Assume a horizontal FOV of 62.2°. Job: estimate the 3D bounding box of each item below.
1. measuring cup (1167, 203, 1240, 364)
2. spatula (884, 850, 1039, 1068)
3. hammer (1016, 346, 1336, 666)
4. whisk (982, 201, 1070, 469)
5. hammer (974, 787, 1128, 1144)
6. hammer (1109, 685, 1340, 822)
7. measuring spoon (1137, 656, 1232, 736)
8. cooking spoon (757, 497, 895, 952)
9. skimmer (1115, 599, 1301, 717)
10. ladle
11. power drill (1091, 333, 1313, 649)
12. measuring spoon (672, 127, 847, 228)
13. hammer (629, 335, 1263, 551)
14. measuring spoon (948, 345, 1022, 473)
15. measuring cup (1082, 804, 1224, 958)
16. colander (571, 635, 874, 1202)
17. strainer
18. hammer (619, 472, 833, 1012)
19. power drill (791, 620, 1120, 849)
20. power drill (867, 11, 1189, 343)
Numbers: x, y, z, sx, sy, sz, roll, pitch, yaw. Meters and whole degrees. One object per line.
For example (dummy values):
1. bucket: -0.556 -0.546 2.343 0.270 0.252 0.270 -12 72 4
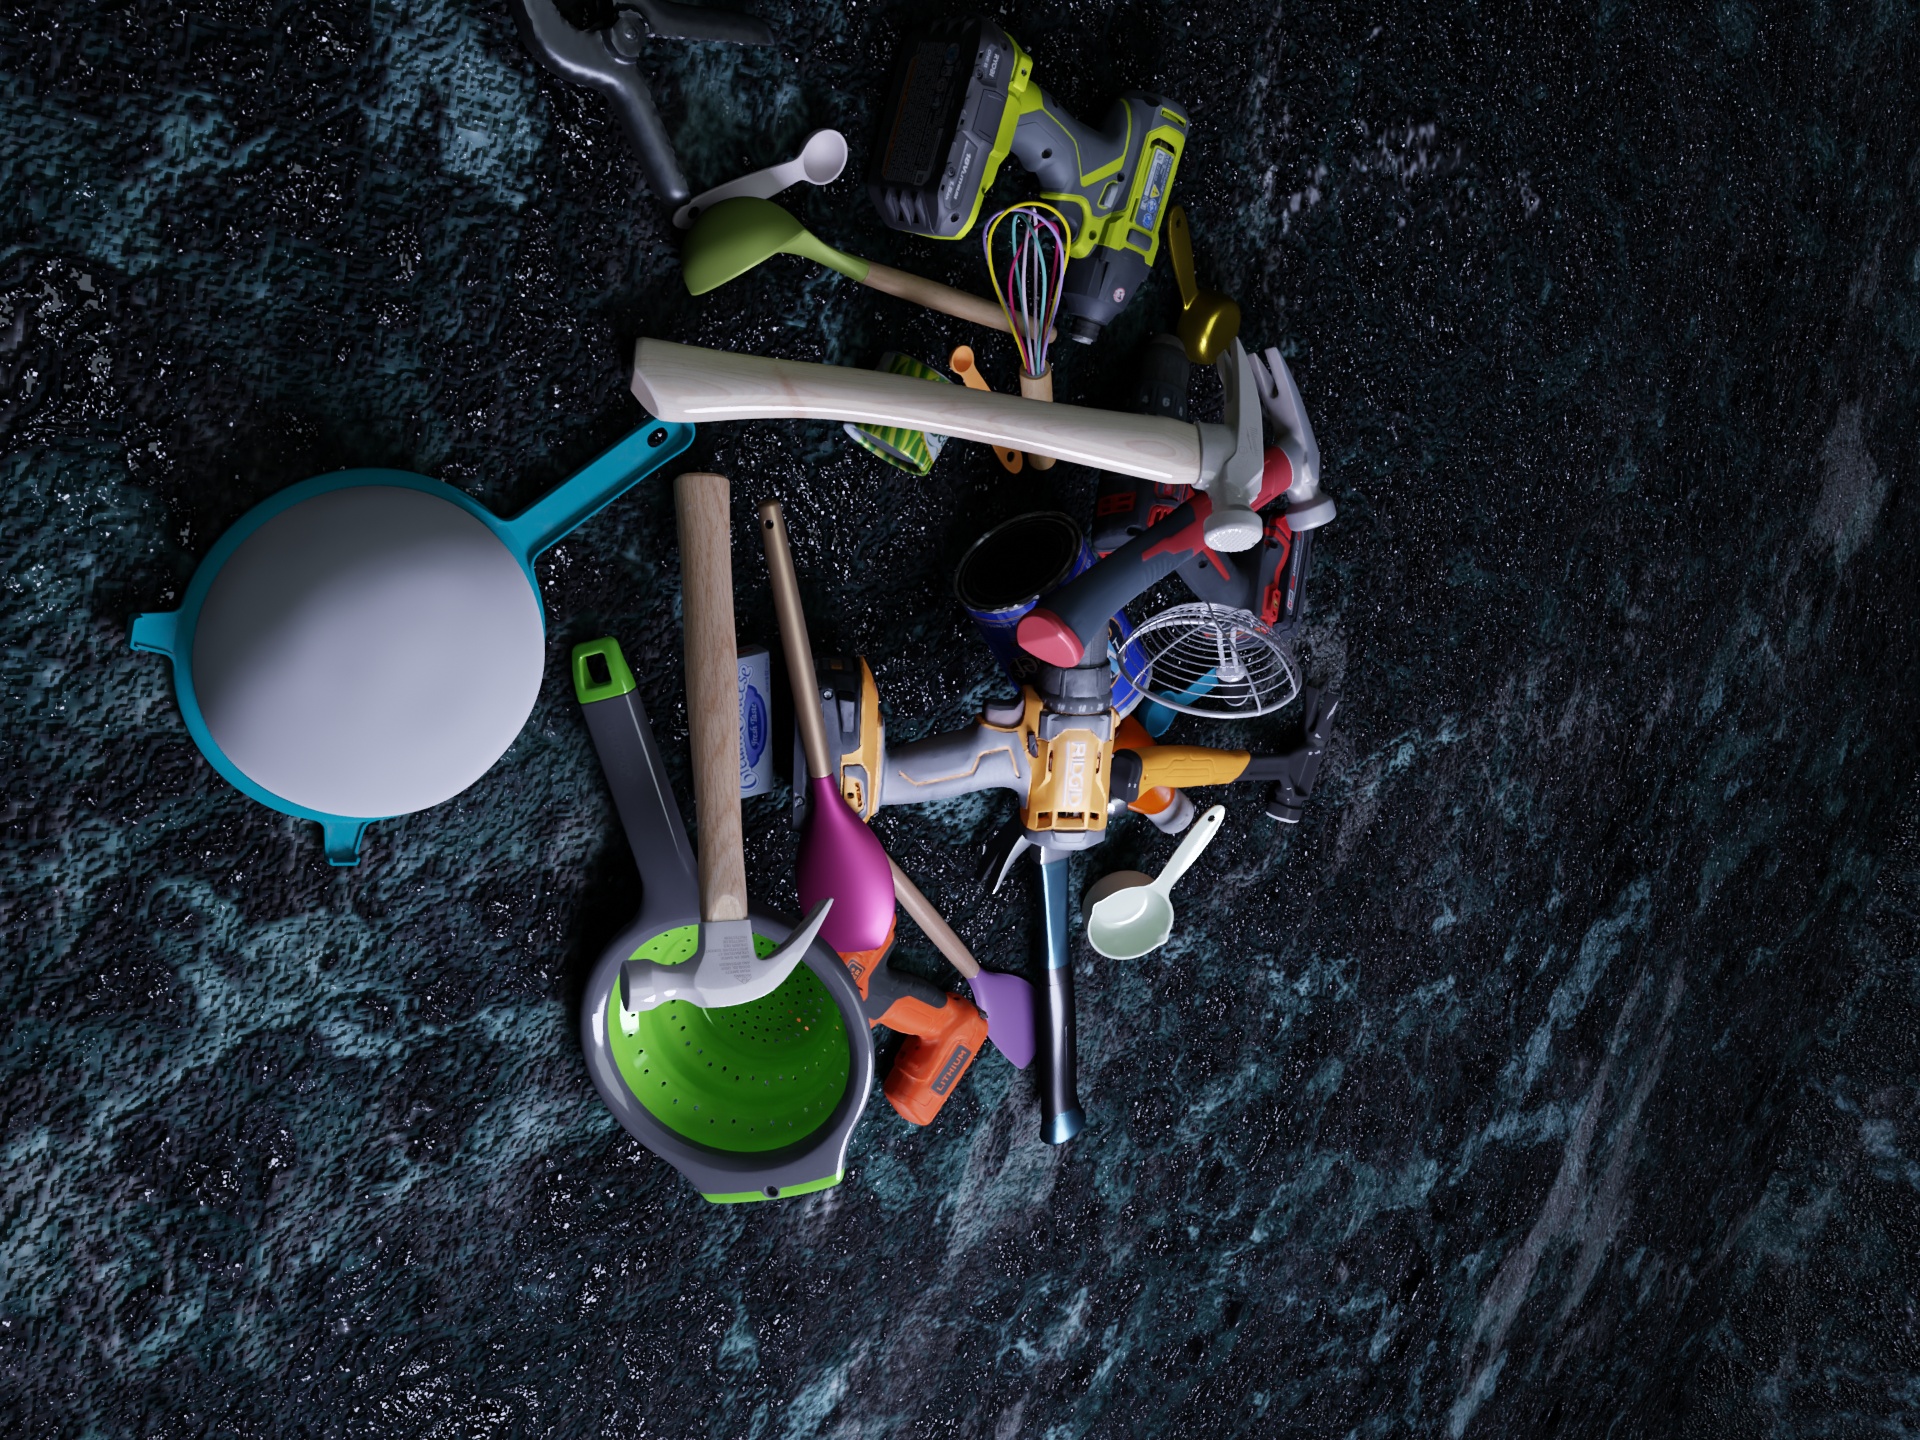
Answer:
1. measuring cup: 0.180 -0.325 1.188 0.062 0.029 0.156 -53 151 -12
2. spatula: -0.001 0.187 1.287 0.060 0.018 0.315 -52 133 -18
3. hammer: 0.152 -0.147 1.115 0.386 0.038 0.143 -35 109 -45
4. whisk: 0.053 -0.254 1.079 0.047 0.051 0.244 -34 152 -13
5. hammer: 0.080 0.212 1.324 0.128 0.033 0.330 -14 117 -22
6. hammer: 0.226 0.032 1.353 0.336 0.034 0.127 0 109 -53
7. measuring spoon: 0.191 -0.027 1.364 0.128 0.021 0.042 -32 134 -37
8. cooking spoon: -0.096 0.011 1.041 0.069 0.017 0.318 -6 109 9
9. skimmer: 0.198 -0.022 1.225 0.363 0.127 0.090 36 67 -76
10. ladle: -0.045 -0.275 1.038 0.320 0.078 0.062 4 83 -46
11. power drill: 0.187 -0.173 1.240 0.226 0.080 0.188 32 61 -44
12. measuring spoon: -0.125 -0.332 0.976 0.124 0.018 0.034 -31 142 -19
13. hammer: 0.001 -0.204 1.010 0.410 0.038 0.146 6 71 -16
14. measuring spoon: 0.018 -0.222 1.143 0.021 0.011 0.116 -47 134 -15
15. measuring cup: 0.167 0.129 1.356 0.083 0.038 0.167 28 107 -26
16. colander: -0.170 0.126 1.070 0.094 0.204 0.397 -55 131 -70
17. strainer: -0.270 -0.068 0.906 0.340 0.095 0.210 -41 129 -18
18. hammer: -0.150 0.010 0.988 0.130 0.031 0.331 -1 83 -22
19. power drill: -0.002 -0.004 1.098 0.226 0.084 0.185 1 110 -7
20. power drill: 0.052 -0.360 1.069 0.223 0.080 0.171 7 103 -44
